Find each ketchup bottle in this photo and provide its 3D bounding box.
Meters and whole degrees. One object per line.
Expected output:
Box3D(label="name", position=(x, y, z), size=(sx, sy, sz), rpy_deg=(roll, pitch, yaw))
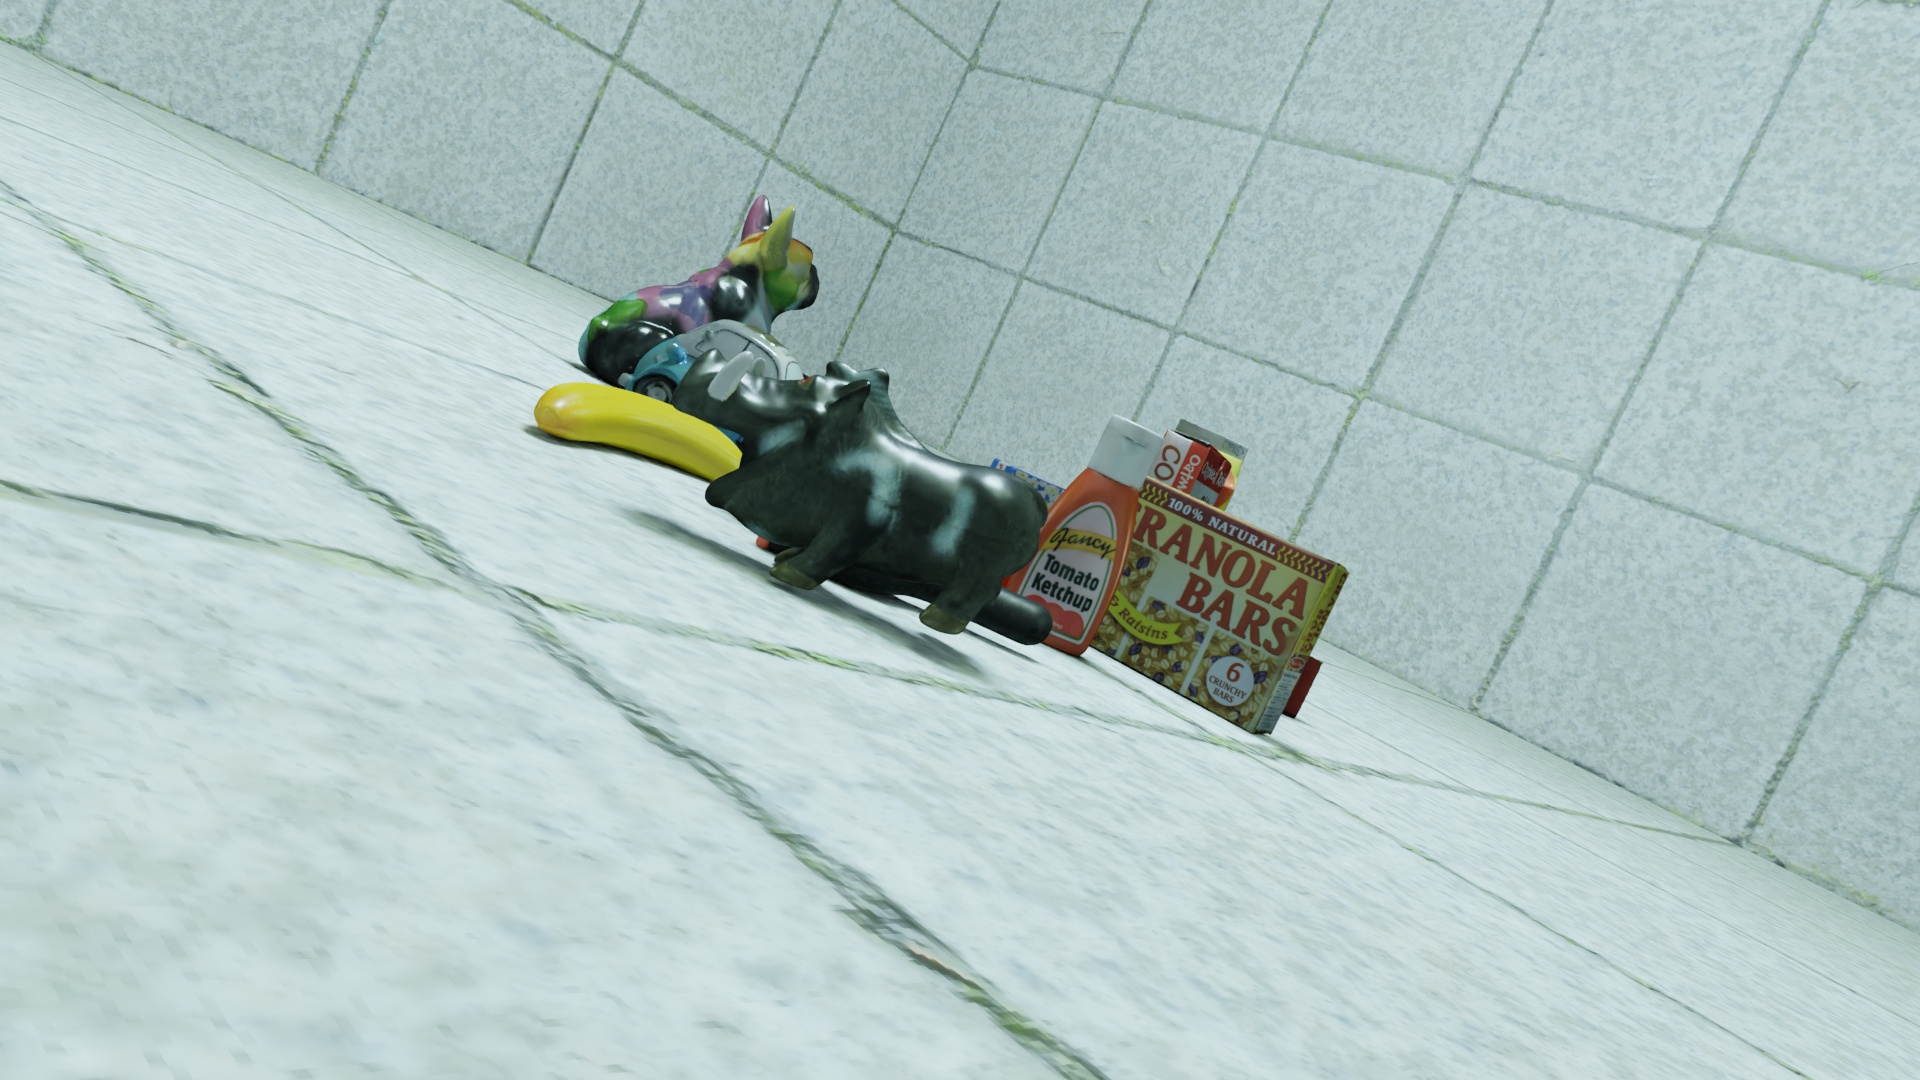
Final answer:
Box3D(label="ketchup bottle", position=(0.080, -0.005, 0.877), size=(0.065, 0.148, 0.043), rpy_deg=(25, 4, -1))

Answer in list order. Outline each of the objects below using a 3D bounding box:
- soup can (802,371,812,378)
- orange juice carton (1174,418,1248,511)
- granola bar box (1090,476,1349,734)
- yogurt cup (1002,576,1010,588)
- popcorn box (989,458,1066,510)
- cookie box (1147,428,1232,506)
Box3D(label="soup can", position=(-0.130, -0.098, 1.224), size=(0.071, 0.083, 0.071), rpy_deg=(25, 4, -2))
Box3D(label="orange juice carton", position=(0.196, -0.014, 1.294), size=(0.072, 0.192, 0.073), rpy_deg=(25, 4, 2))
Box3D(label="granola bar box", position=(0.160, 0.039, 0.945), size=(0.166, 0.124, 0.039), rpy_deg=(28, 5, 31))
Box3D(label="yogurt cup", position=(0.018, 0.004, 1.037), size=(0.072, 0.054, 0.072), rpy_deg=(25, 4, -2))
Box3D(label="popcorn box", position=(0.068, -0.020, 1.364), size=(0.126, 0.085, 0.038), rpy_deg=(21, 5, -39))
Box3D(label="cookie box", position=(0.159, 0.000, 1.113), size=(0.040, 0.167, 0.123), rpy_deg=(26, 4, 18))
